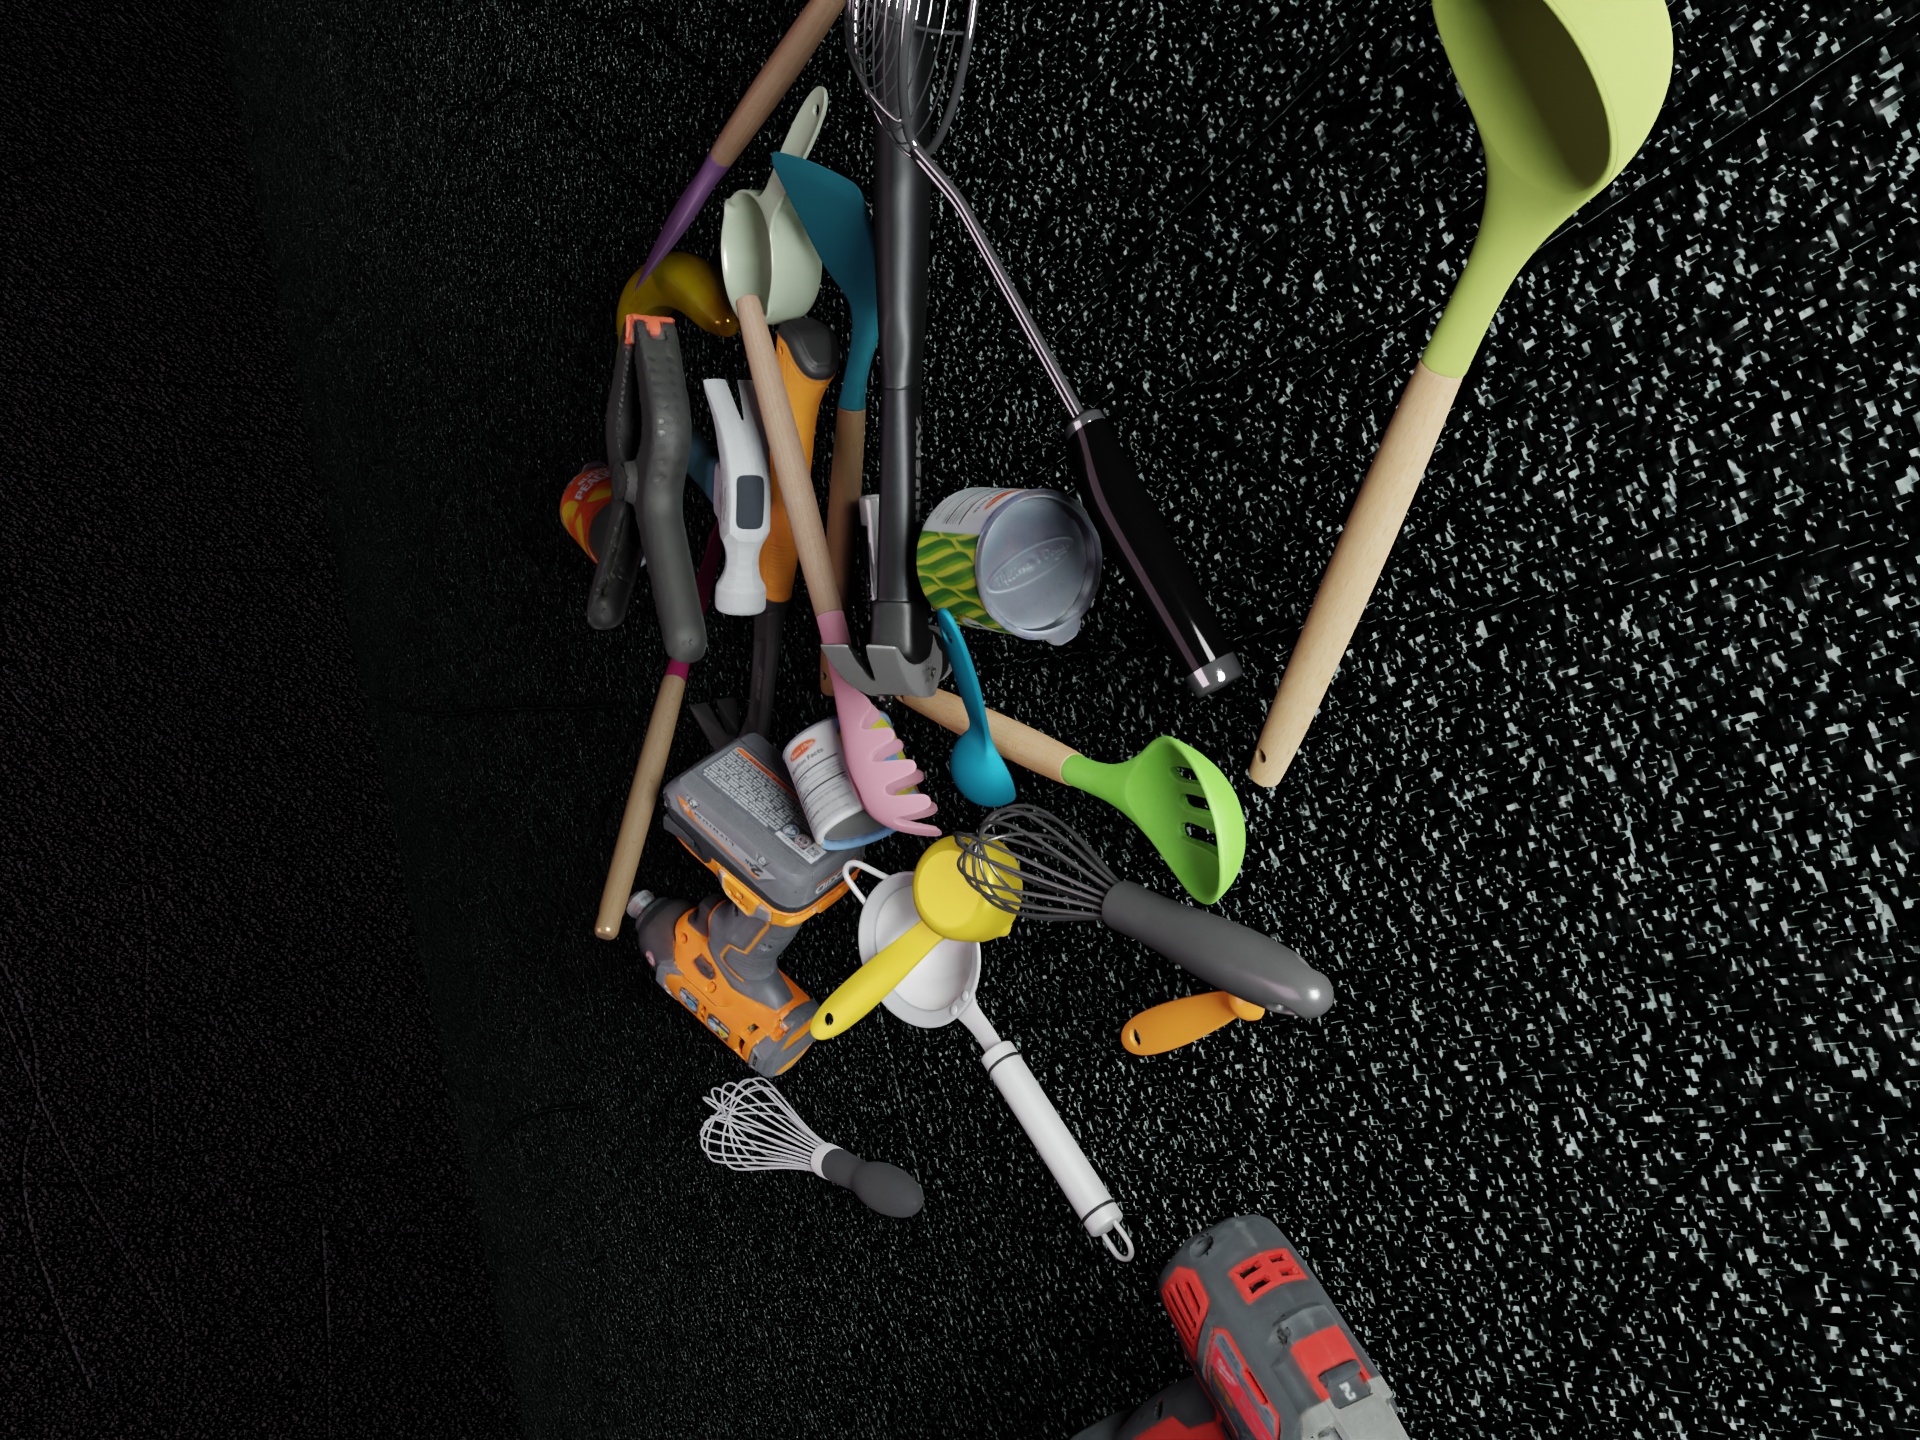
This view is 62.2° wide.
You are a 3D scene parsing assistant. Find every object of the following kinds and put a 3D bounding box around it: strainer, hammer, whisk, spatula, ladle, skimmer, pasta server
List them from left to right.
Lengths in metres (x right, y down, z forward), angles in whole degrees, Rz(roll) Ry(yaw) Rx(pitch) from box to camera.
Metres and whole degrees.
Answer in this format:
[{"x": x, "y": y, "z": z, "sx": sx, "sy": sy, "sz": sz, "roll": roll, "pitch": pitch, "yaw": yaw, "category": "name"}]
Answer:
[{"x": -0.180, "y": -0.177, "z": 1.042, "sx": 0.331, "sy": 0.033, "sz": 0.128, "roll": -137, "pitch": 49, "yaw": -59, "category": "hammer"}, {"x": -0.127, "y": -0.344, "z": 0.924, "sx": 0.316, "sy": 0.018, "sz": 0.060, "roll": -28, "pitch": 37, "yaw": 55, "category": "spatula"}, {"x": -0.120, "y": -0.097, "z": 1.007, "sx": 0.127, "sy": 0.034, "sz": 0.336, "roll": 51, "pitch": 141, "yaw": 40, "category": "hammer"}, {"x": -0.105, "y": 0.296, "z": 1.099, "sx": 0.285, "sy": 0.070, "sz": 0.070, "roll": -1, "pitch": 99, "yaw": 56, "category": "whisk"}, {"x": -0.073, "y": -0.150, "z": 0.891, "sx": 0.082, "sy": 0.044, "sz": 0.317, "roll": 36, "pitch": 131, "yaw": 40, "category": "spatula"}, {"x": -0.070, "y": -0.085, "z": 0.864, "sx": 0.060, "sy": 0.040, "sz": 0.316, "roll": 67, "pitch": -172, "yaw": -82, "category": "pasta server"}, {"x": -0.030, "y": -0.175, "z": 0.760, "sx": 0.146, "sy": 0.035, "sz": 0.334, "roll": -32, "pitch": -56, "yaw": -76, "category": "hammer"}, {"x": 0.017, "y": 0.173, "z": 0.842, "sx": 0.087, "sy": 0.050, "sz": 0.259, "roll": -53, "pitch": 57, "yaw": 30, "category": "strainer"}, {"x": 0.049, "y": -0.188, "z": 0.655, "sx": 0.363, "sy": 0.090, "sz": 0.127, "roll": 63, "pitch": -175, "yaw": 7, "category": "skimmer"}, {"x": 0.074, "y": 0.085, "z": 0.707, "sx": 0.239, "sy": 0.055, "sz": 0.055, "roll": 20, "pitch": 117, "yaw": 53, "category": "whisk"}, {"x": 0.137, "y": -0.091, "z": 0.517, "sx": 0.078, "sy": 0.062, "sz": 0.320, "roll": 58, "pitch": 148, "yaw": 38, "category": "ladle"}]

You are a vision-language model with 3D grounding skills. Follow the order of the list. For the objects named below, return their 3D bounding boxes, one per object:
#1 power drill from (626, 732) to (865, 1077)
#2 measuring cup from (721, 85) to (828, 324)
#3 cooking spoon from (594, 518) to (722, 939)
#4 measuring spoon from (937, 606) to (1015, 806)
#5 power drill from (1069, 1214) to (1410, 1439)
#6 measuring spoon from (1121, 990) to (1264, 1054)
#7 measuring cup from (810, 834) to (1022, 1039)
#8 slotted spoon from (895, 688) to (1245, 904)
[{"x": -0.152, "y": 0.118, "z": 1.046, "sx": 0.164, "sy": 0.084, "sz": 0.226, "roll": 37, "pitch": 137, "yaw": 19, "category": "power drill"}, {"x": -0.090, "y": -0.287, "z": 0.884, "sx": 0.167, "sy": 0.038, "sz": 0.083, "roll": -47, "pitch": 58, "yaw": 54, "category": "measuring cup"}, {"x": -0.192, "y": -0.004, "z": 1.038, "sx": 0.068, "sy": 0.017, "sz": 0.319, "roll": 128, "pitch": 156, "yaw": -55, "category": "cooking spoon"}, {"x": -0.001, "y": -0.002, "z": 0.759, "sx": 0.042, "sy": 0.021, "sz": 0.128, "roll": 44, "pitch": 159, "yaw": 41, "category": "measuring spoon"}, {"x": 0.124, "y": 0.342, "z": 0.671, "sx": 0.188, "sy": 0.080, "sz": 0.226, "roll": 56, "pitch": 141, "yaw": 35, "category": "power drill"}, {"x": 0.099, "y": 0.134, "z": 0.708, "sx": 0.117, "sy": 0.011, "sz": 0.021, "roll": -41, "pitch": 64, "yaw": 58, "category": "measuring spoon"}, {"x": -0.033, "y": 0.119, "z": 0.840, "sx": 0.156, "sy": 0.029, "sz": 0.062, "roll": -44, "pitch": 63, "yaw": 17, "category": "measuring cup"}, {"x": 0.041, "y": 0.015, "z": 0.759, "sx": 0.314, "sy": 0.031, "sz": 0.070, "roll": 25, "pitch": 128, "yaw": 59, "category": "slotted spoon"}]
